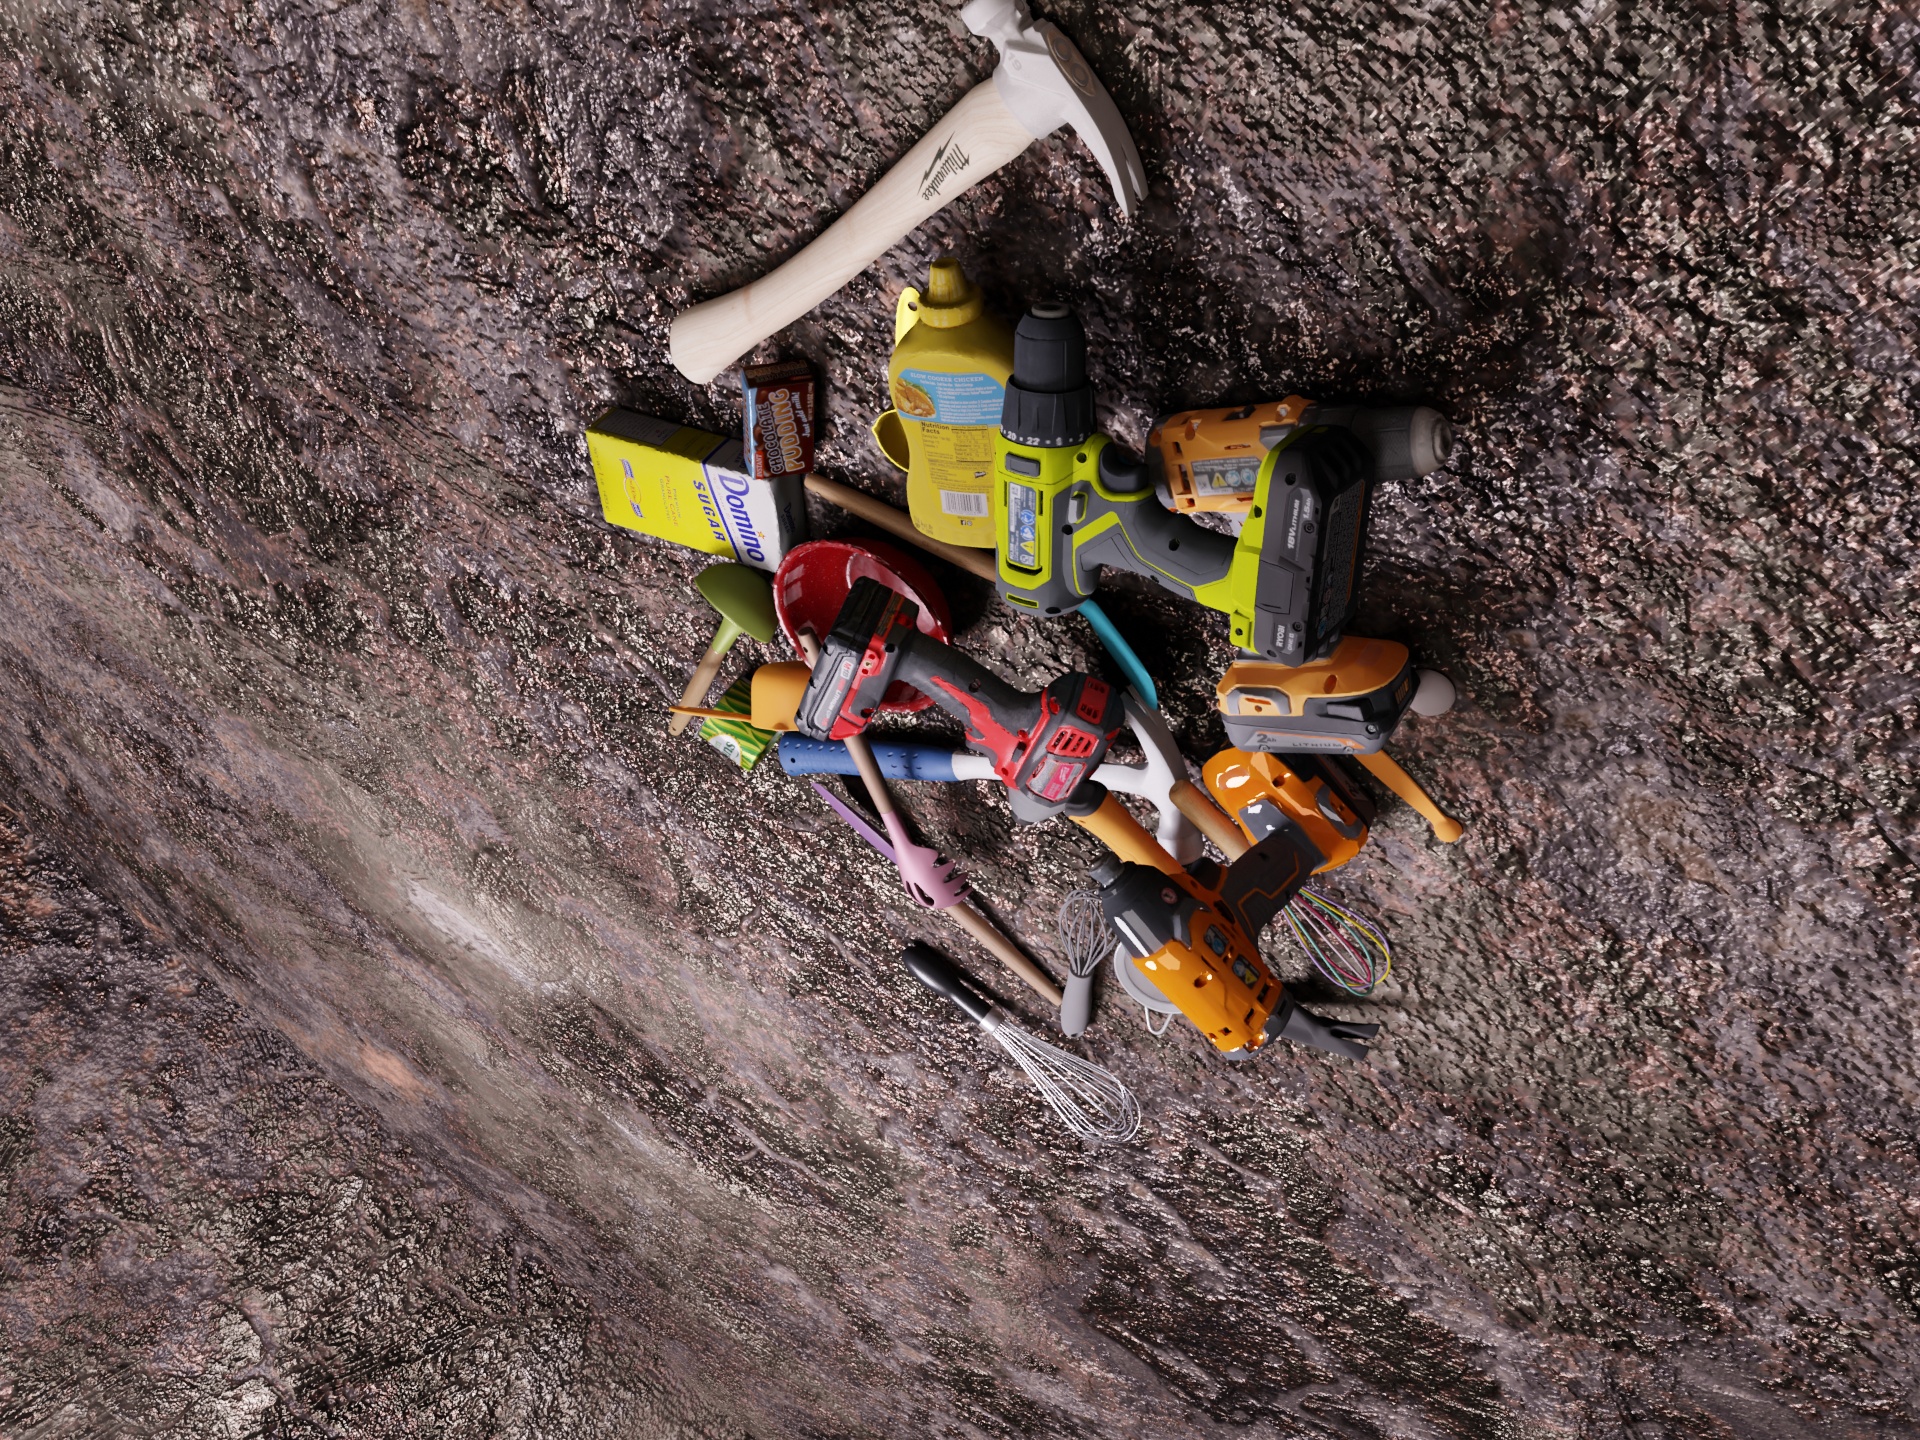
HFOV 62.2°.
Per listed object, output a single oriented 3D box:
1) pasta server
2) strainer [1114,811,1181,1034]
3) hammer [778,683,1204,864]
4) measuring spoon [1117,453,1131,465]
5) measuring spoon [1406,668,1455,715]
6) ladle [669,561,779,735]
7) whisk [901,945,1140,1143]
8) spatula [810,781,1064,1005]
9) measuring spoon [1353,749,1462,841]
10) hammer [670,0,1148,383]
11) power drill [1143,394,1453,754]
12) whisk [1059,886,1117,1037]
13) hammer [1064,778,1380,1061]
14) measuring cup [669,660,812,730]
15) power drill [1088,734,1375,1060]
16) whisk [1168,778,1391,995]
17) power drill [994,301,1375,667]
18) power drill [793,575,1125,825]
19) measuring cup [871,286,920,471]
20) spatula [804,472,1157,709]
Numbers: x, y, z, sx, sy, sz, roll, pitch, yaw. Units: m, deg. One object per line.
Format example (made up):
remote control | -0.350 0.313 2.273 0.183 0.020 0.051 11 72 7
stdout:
pasta server | -0.066 0.047 1.317 0.060 0.040 0.316 8 134 37
strainer | 0.171 0.152 1.304 0.087 0.050 0.258 12 129 19
hammer | 0.006 0.032 1.304 0.406 0.035 0.144 3 120 38
measuring spoon | 0.086 -0.133 1.101 0.042 0.021 0.128 31 141 8
measuring spoon | 0.269 -0.031 1.065 0.124 0.018 0.034 22 139 20
ladle | -0.223 -0.046 1.380 0.078 0.062 0.320 42 148 0
whisk | 0.056 0.311 1.540 0.284 0.070 0.070 38 141 8
spatula | -0.019 0.159 1.455 0.315 0.018 0.060 43 169 -13
measuring spoon | 0.307 0.046 1.117 0.117 0.011 0.021 42 141 -6
hammer | -0.061 -0.306 1.035 0.410 0.038 0.146 -20 115 47
power drill | 0.225 -0.093 0.988 0.185 0.084 0.226 0 121 37
whisk | 0.110 0.219 1.415 0.055 0.055 0.238 24 144 17
hammer | 0.191 0.154 1.209 0.127 0.034 0.336 9 150 52
measuring cup | -0.170 -0.025 1.338 0.174 0.095 0.052 5 99 21
power drill | 0.184 0.097 1.089 0.164 0.226 0.084 45 140 -9
whisk | 0.240 0.129 1.201 0.244 0.051 0.047 42 150 -19
power drill | 0.119 -0.136 0.937 0.229 0.080 0.190 20 126 30
power drill | -0.002 -0.004 1.172 0.219 0.079 0.143 24 134 -3
measuring cup | -0.027 -0.233 1.075 0.062 0.029 0.156 23 144 16
spatula | 0.014 -0.105 1.167 0.317 0.044 0.082 28 171 16
